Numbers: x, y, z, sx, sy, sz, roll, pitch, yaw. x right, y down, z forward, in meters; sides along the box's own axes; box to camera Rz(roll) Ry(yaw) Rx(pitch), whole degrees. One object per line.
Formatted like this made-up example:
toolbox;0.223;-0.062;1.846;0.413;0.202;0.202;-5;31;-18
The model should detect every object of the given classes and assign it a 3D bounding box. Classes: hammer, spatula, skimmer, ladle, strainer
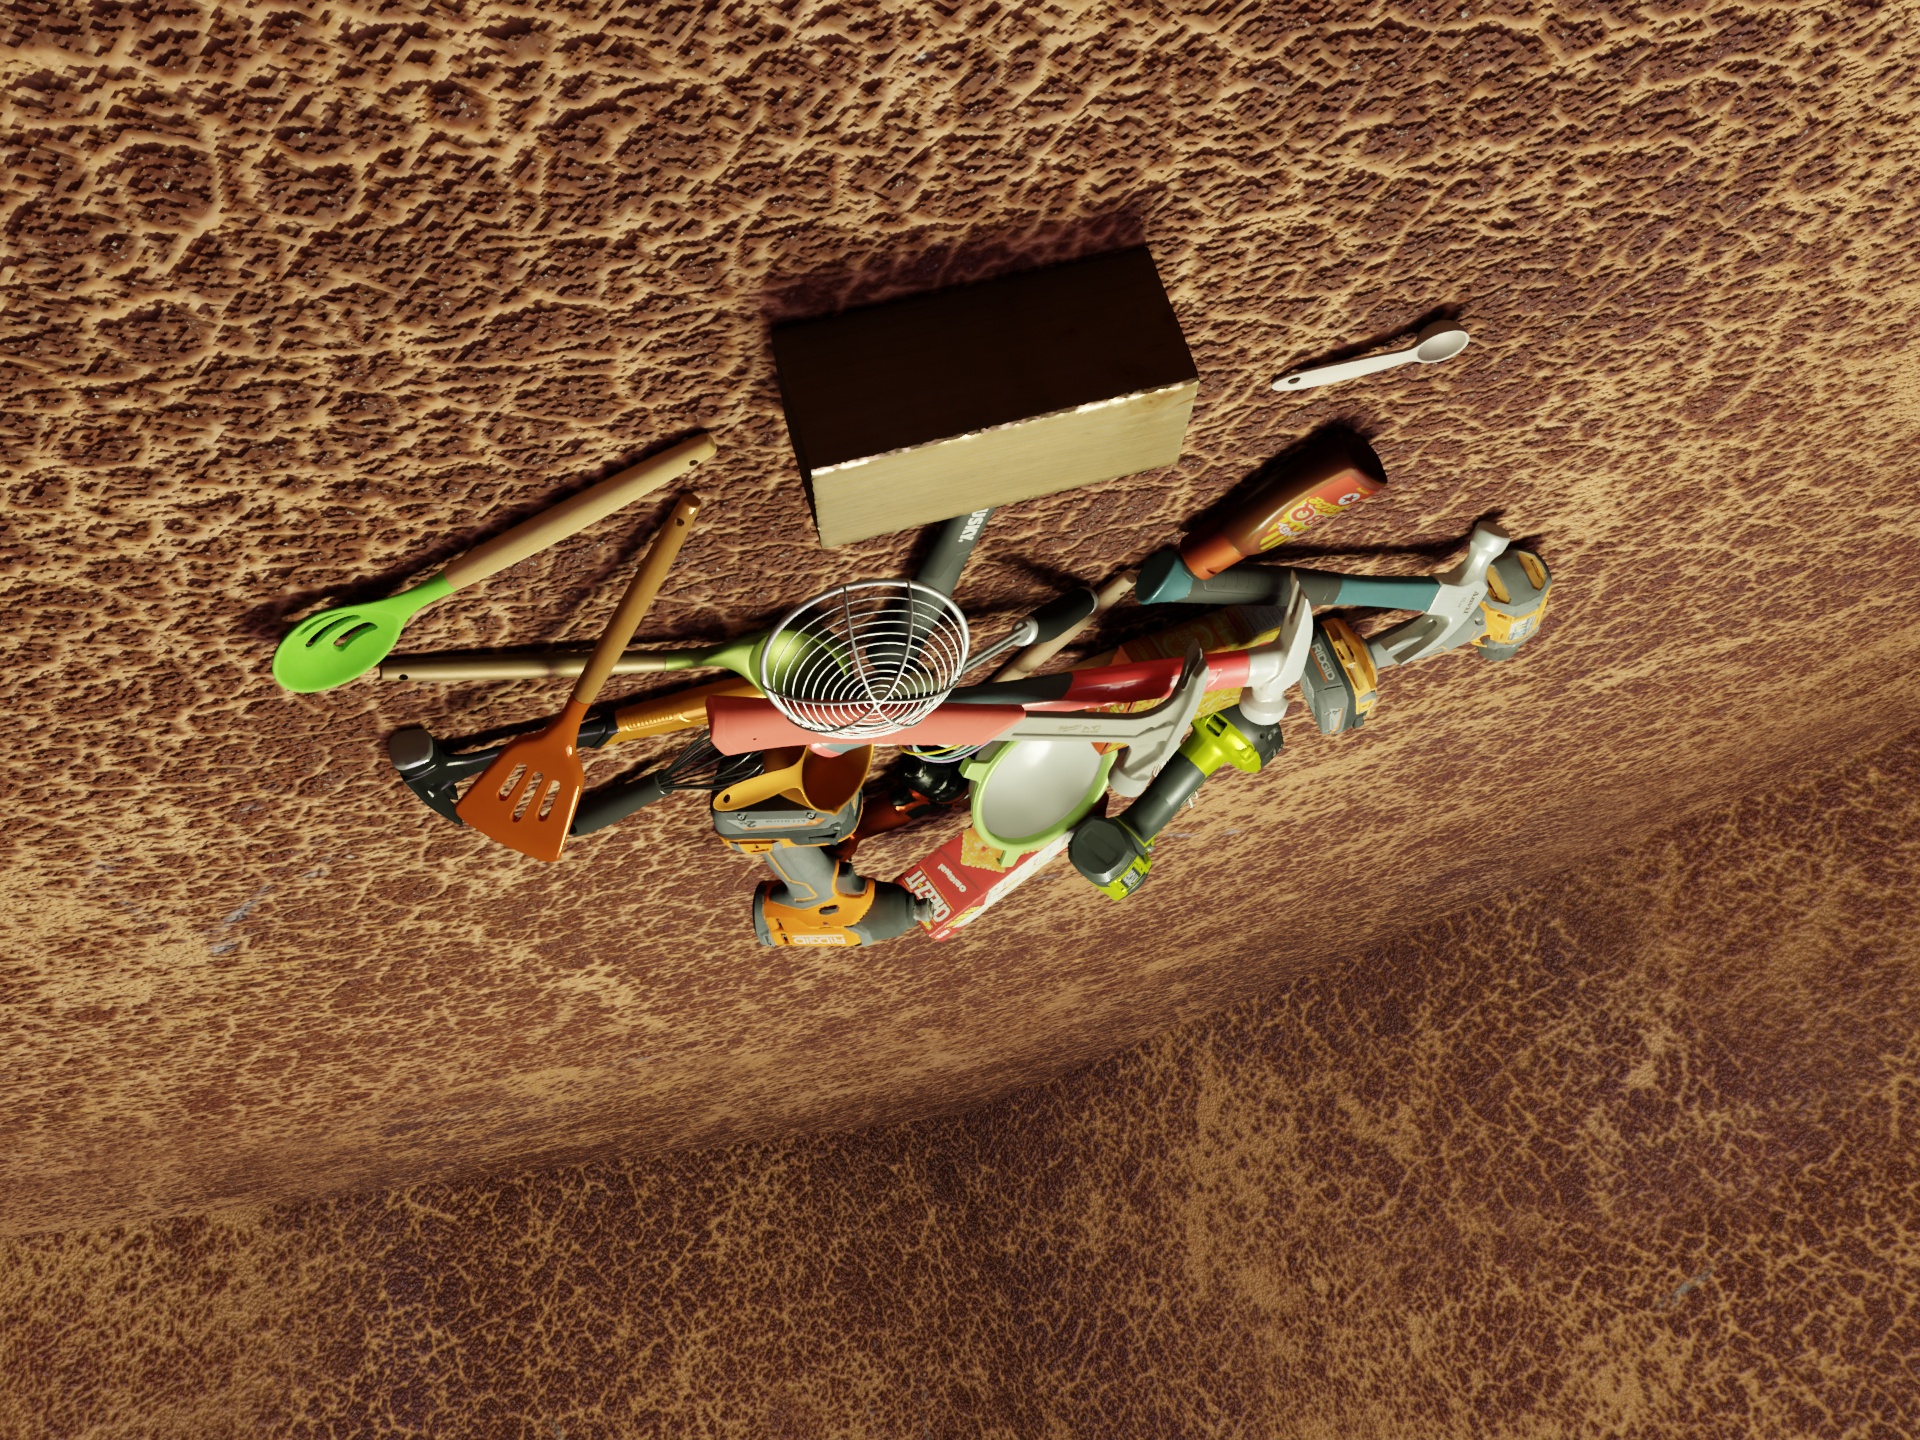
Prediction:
hammer;0.073;-0.031;1.194;0.386;0.038;0.143;-8;141;-9
spatula;0.044;-0.041;1.319;0.059;0.018;0.316;-2;156;-37
hammer;-0.002;-0.115;1.073;0.146;0.035;0.334;-8;158;-20
hammer;0.287;-0.107;1.272;0.331;0.033;0.128;0;127;-27
spatula;-0.240;-0.026;1.035;0.081;0.041;0.322;30;128;-11
hammer;-0.244;0.005;1.199;0.337;0.034;0.127;-14;159;-5
hammer;-0.002;-0.004;1.144;0.359;0.037;0.149;2;137;-20
skimmer;0.000;-0.069;1.068;0.127;0.090;0.363;-47;172;29
ladle;-0.228;-0.032;1.090;0.320;0.062;0.078;-3;137;-24
strainer;0.103;0.009;1.423;0.256;0.069;0.151;-35;138;-11

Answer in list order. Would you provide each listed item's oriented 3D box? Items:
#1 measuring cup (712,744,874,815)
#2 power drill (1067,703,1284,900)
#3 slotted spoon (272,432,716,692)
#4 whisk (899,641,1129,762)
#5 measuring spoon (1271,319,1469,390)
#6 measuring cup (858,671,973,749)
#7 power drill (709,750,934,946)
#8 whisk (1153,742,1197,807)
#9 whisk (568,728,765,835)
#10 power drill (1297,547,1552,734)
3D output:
measuring cup;-0.141;0.034;1.218;0.052;0.095;0.173;19;-155;35
power drill;0.200;0.073;1.502;0.223;0.080;0.171;-47;160;-1
slotted spoon;-0.277;-0.094;0.934;0.314;0.031;0.070;-24;158;16
whisk;0.052;-0.020;1.294;0.245;0.051;0.047;-23;180;-31
measuring spoon;0.257;-0.231;1.004;0.124;0.018;0.034;-12;160;9
measuring cup;-0.028;-0.004;1.337;0.083;0.038;0.167;-25;160;21
power drill;-0.117;0.120;1.385;0.164;0.084;0.226;-2;139;10
whisk;0.209;0.031;1.588;0.058;0.059;0.246;-29;154;1
whisk;-0.243;0.053;1.309;0.239;0.055;0.055;-23;159;29
power drill;0.423;-0.067;1.458;0.226;0.084;0.185;-23;160;6
